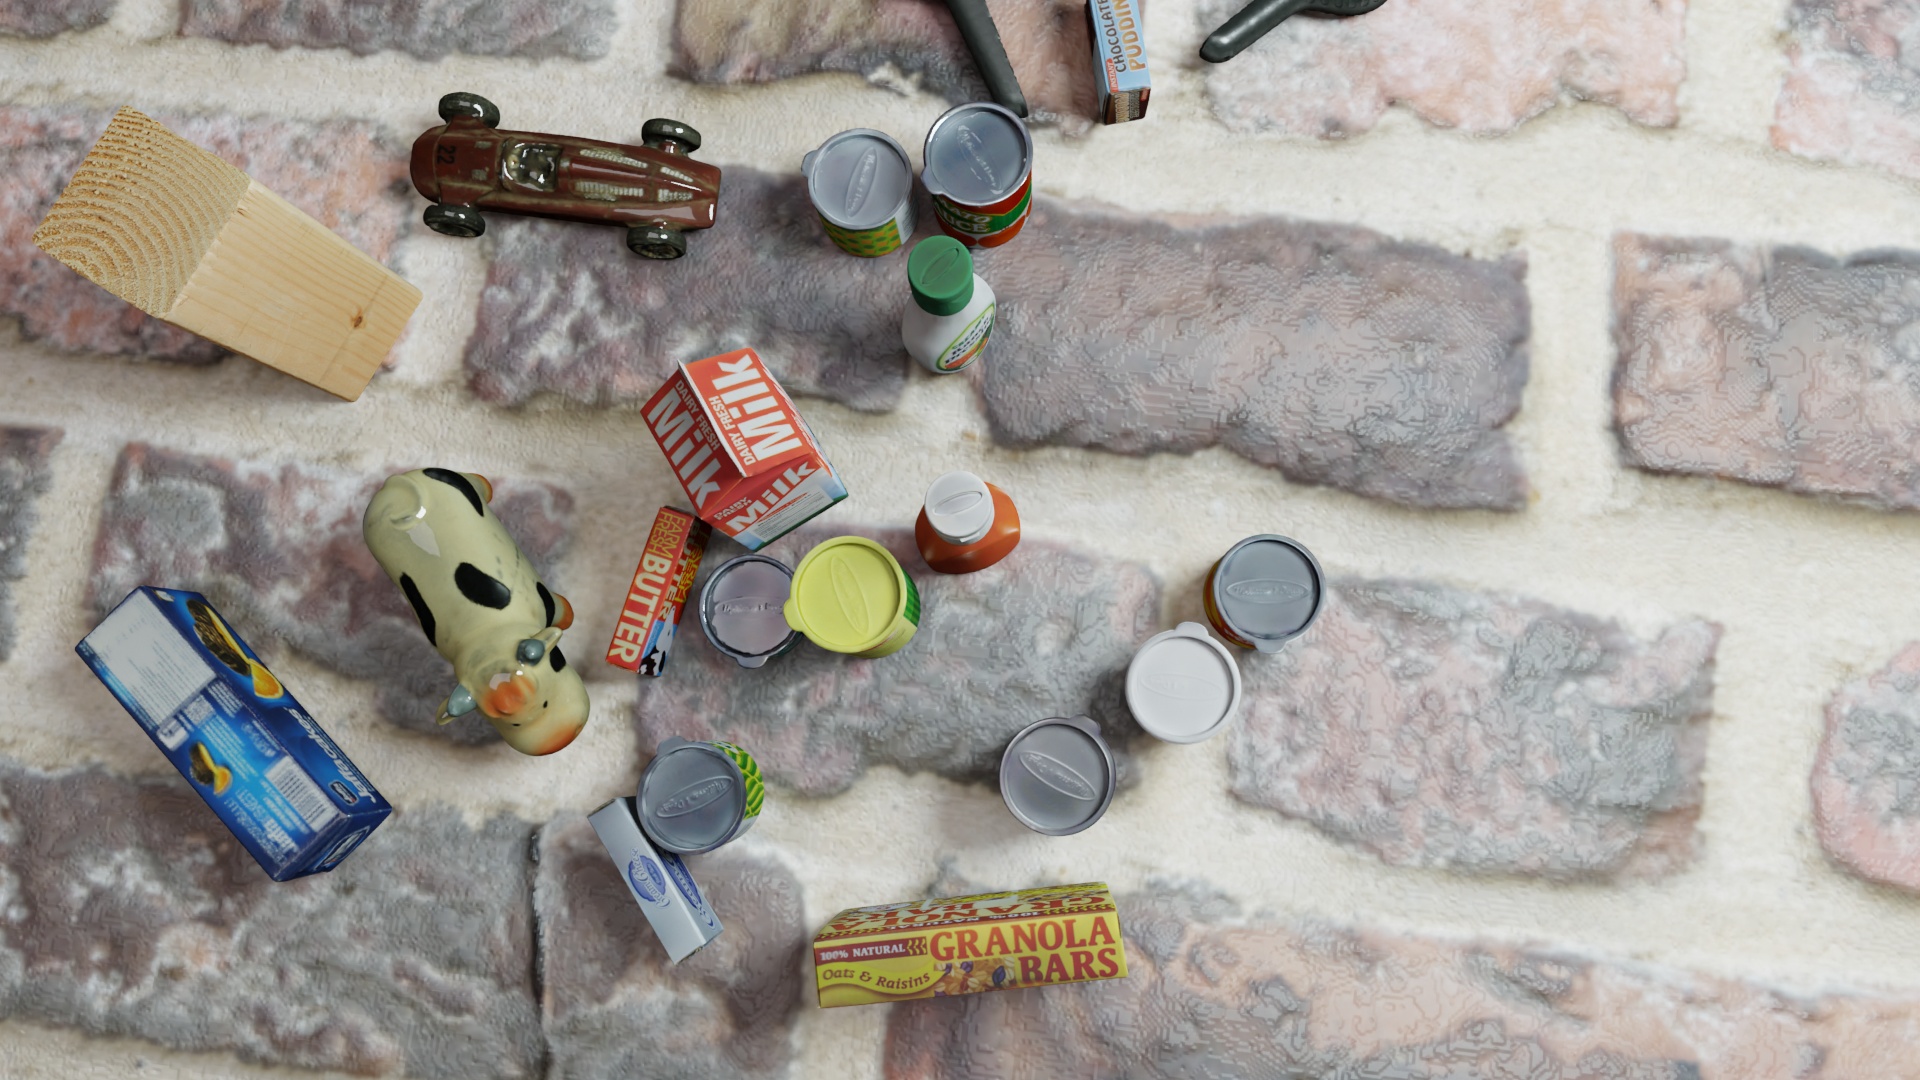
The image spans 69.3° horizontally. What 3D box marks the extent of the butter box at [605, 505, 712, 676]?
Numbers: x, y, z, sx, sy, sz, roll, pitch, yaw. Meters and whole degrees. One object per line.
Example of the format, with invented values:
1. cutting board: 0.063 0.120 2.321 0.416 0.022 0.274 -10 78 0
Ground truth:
1. butter box: -0.187 0.032 0.864 0.024 0.053 0.103 18 84 5

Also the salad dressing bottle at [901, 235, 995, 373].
1. salad dressing bottle: -0.009 -0.141 0.831 0.044 0.147 0.064 44 87 7

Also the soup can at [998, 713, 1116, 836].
1. soup can: 0.058 0.136 0.823 0.071 0.083 0.071 0 83 3

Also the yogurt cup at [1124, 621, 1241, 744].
1. yogurt cup: 0.132 0.089 0.841 0.072 0.054 0.072 0 83 3

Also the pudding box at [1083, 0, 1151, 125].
1. pudding box: 0.101 -0.320 0.900 0.030 0.049 0.084 -9 82 2

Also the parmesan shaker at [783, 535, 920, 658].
1. parmesan shaker: -0.063 0.037 0.832 0.071 0.103 0.071 0 83 3

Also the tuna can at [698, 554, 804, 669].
1. tuna can: -0.128 0.045 0.870 0.071 0.033 0.071 0 82 3

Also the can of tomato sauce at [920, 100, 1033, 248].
1. can of tomato sauce: 0.011 -0.226 0.875 0.071 0.083 0.071 0 83 3

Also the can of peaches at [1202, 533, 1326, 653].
1. can of peaches: 0.183 0.034 0.844 0.071 0.058 0.071 0 83 3

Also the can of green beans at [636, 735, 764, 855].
1. can of green beans: -0.157 0.155 0.844 0.071 0.058 0.071 0 83 3

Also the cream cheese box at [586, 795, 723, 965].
1. cream cheese box: -0.184 0.203 0.841 0.024 0.053 0.104 -33 82 -1

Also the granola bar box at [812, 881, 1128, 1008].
1. granola bar box: 0.007 0.228 0.793 0.166 0.124 0.039 -7 83 2

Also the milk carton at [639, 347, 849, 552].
1. milk carton: -0.124 -0.052 0.803 0.073 0.190 0.072 -31 82 -1

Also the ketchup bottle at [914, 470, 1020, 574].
1. ketchup bottle: 0.003 -0.010 0.813 0.065 0.148 0.043 -20 82 0

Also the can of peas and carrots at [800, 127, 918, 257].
1. can of peas and carrots: -0.063 -0.222 0.890 0.071 0.058 0.071 0 83 3
